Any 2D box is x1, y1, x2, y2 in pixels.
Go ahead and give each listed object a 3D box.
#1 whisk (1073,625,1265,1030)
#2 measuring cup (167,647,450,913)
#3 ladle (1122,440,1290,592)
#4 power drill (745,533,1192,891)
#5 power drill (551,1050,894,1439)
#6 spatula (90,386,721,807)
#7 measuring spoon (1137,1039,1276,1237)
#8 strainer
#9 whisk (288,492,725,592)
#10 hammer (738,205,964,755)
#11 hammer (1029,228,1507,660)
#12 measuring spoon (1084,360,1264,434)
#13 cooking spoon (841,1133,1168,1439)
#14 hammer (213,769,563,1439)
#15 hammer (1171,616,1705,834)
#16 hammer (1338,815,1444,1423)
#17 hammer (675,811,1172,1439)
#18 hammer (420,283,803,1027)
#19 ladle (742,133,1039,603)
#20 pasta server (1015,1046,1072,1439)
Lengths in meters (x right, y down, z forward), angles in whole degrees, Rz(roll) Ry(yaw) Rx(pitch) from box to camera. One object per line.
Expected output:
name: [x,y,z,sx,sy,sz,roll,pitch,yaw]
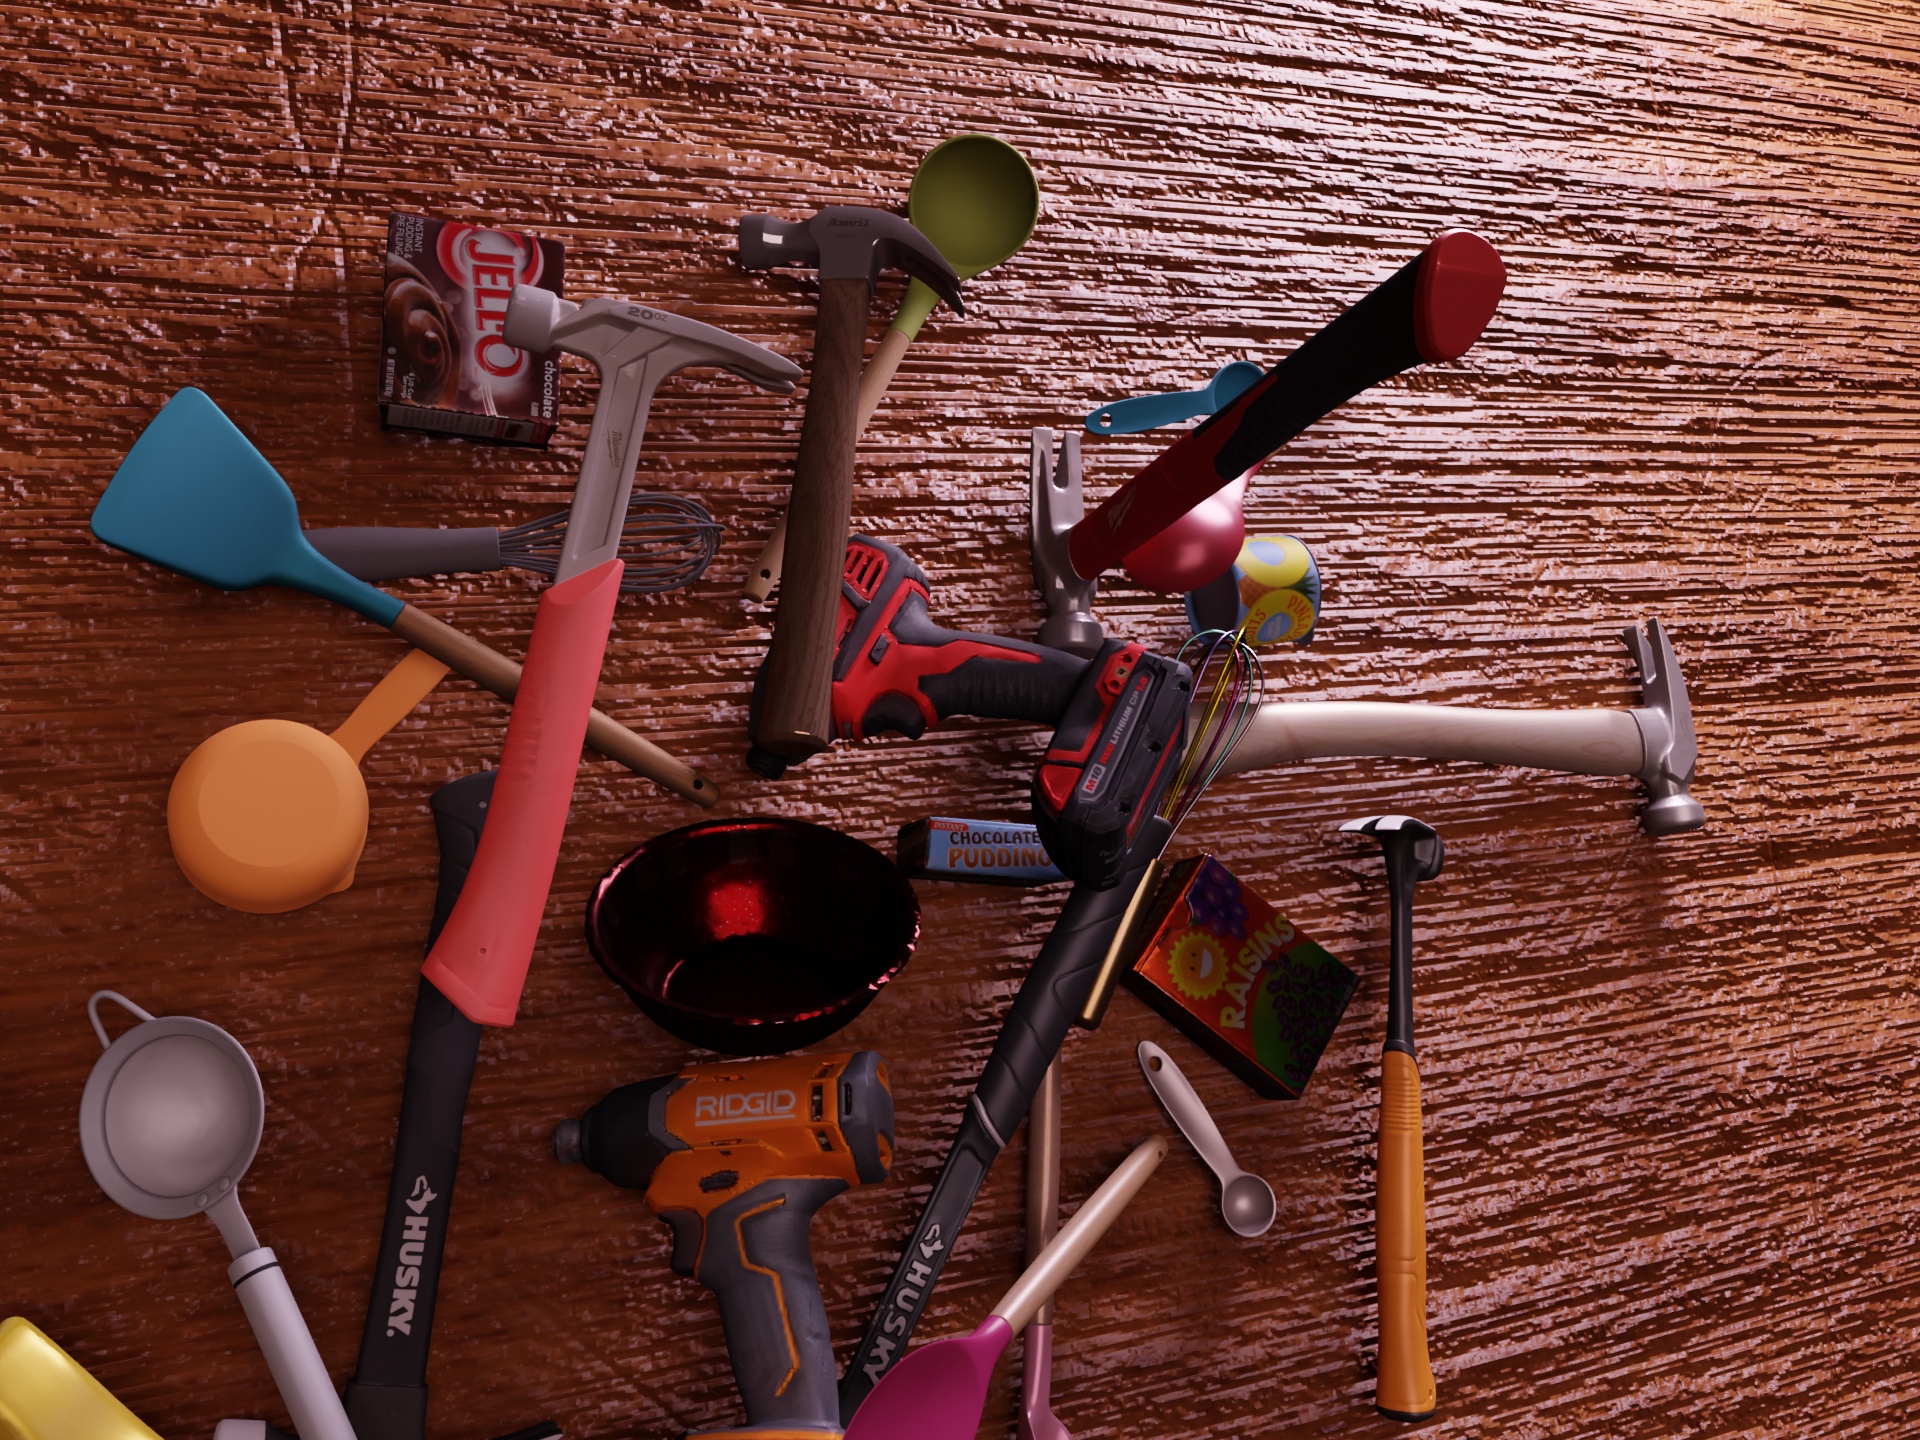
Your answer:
whisk: [0.112,0.056,0.887,0.051,0.047,0.245,27,80,-16]
measuring cup: [-0.297,0.013,0.756,0.095,0.052,0.174,42,67,-8]
ladle: [0.197,-0.175,0.991,0.069,0.031,0.315,30,51,20]
power drill: [-0.001,-0.003,0.828,0.220,0.078,0.143,22,66,17]
power drill: [-0.112,0.267,0.722,0.164,0.084,0.227,-5,61,6]
spatula: [-0.250,-0.038,0.774,0.317,0.044,0.082,32,68,-21]
measuring spoon: [0.134,0.235,0.899,0.034,0.018,0.124,-30,82,-25]
strainer: [-0.305,0.227,0.679,0.087,0.050,0.259,-34,73,2]
whisk: [-0.238,-0.088,0.813,0.239,0.055,0.055,-5,79,-18]
hammer: [-0.069,-0.137,0.844,0.130,0.031,0.332,1,66,7]
hammer: [0.124,-0.146,0.781,0.038,0.386,0.143,3,76,-21]
measuring spoon: [0.134,-0.199,1.006,0.128,0.021,0.042,-13,105,-16]
cooking spoon: [0.030,0.276,0.756,0.319,0.017,0.068,-26,104,-56]
hammer: [-0.242,0.185,0.746,0.146,0.035,0.335,10,73,-19]
hammer: [0.298,-0.001,1.009,0.410,0.038,0.146,2,75,-21]
hammer: [0.251,0.223,0.910,0.127,0.034,0.337,20,70,-59]
hammer: [0.010,0.225,0.807,0.149,0.036,0.409,31,76,-13]
hammer: [-0.182,-0.032,0.771,0.149,0.036,0.359,13,76,-15]
ladle: [-0.044,-0.205,0.913,0.078,0.062,0.320,29,71,-7]
pasta server: [0.049,0.288,0.835,0.060,0.040,0.316,33,56,-58]
